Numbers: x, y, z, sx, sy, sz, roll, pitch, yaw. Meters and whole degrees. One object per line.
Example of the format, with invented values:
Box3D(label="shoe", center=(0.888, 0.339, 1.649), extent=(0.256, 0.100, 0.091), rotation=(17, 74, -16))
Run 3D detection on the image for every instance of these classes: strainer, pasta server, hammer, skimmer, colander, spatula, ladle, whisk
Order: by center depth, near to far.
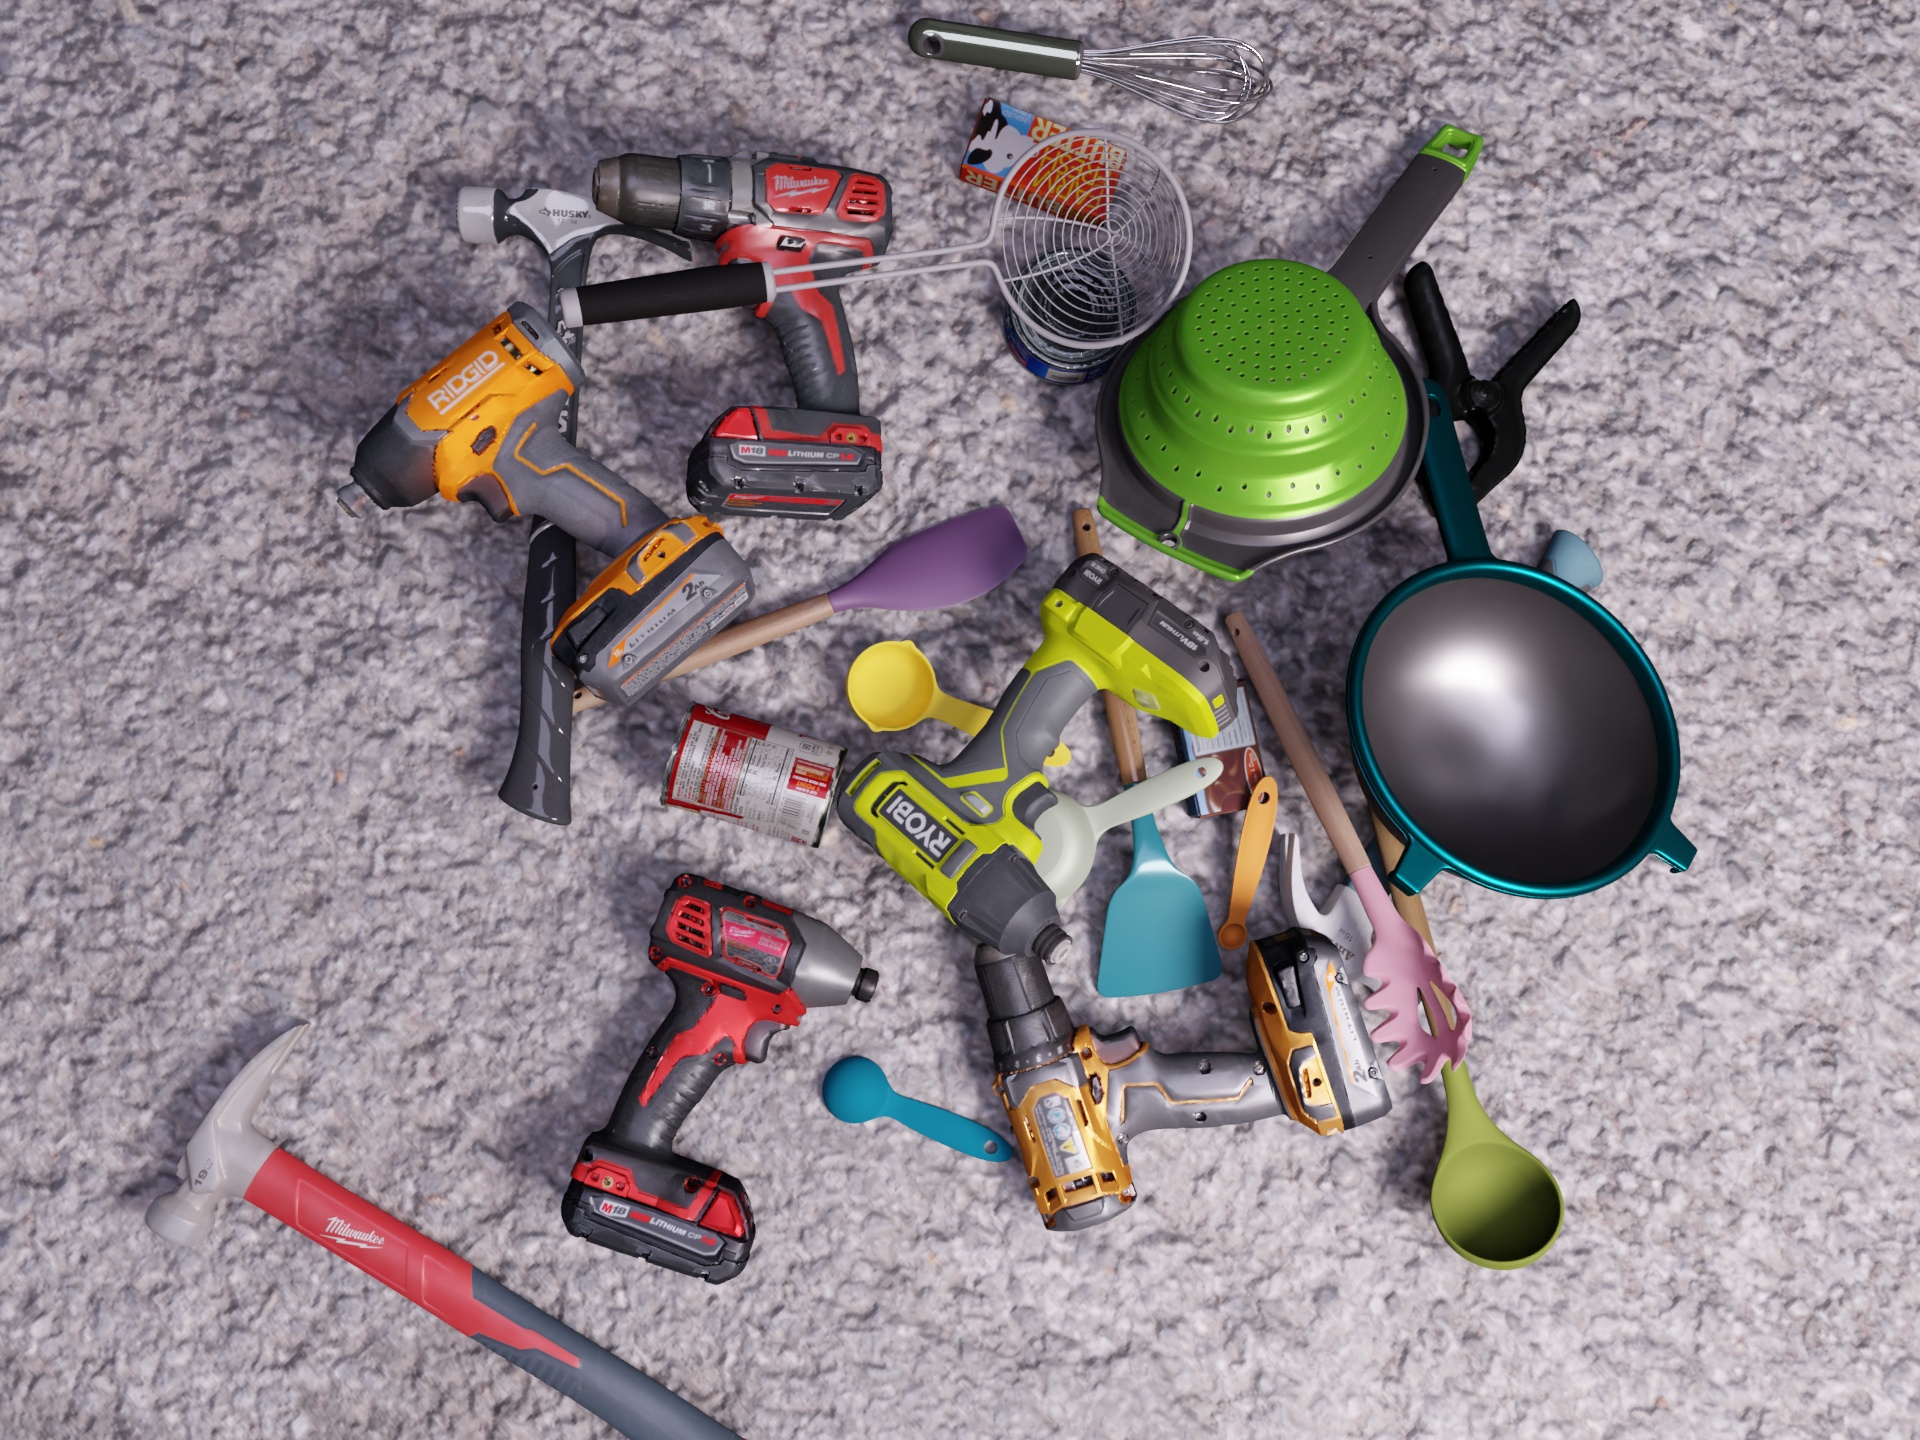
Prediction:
Box3D(label="skimmer", center=(-0.049, -0.264, 0.929), extent=(0.363, 0.090, 0.127), rotation=(-11, 110, -12))
Box3D(label="hammer", center=(-0.288, 0.339, 0.965), extent=(0.386, 0.038, 0.143), rotation=(32, 82, -1))
Box3D(label="ladle", center=(0.296, 0.177, 0.981), extent=(0.078, 0.062, 0.320), rotation=(-15, 86, 3))
Box3D(label="pasta server", center=(0.232, 0.069, 0.986), extent=(0.060, 0.040, 0.316), rotation=(-36, 67, 34))
Box3D(label="colander", center=(0.229, -0.269, 0.986), extent=(0.205, 0.094, 0.397), rotation=(30, 68, 19))
Box3D(label="strainer", center=(0.308, -0.045, 0.989), extent=(0.211, 0.095, 0.341), rotation=(-3, 69, -13))
Box3D(label="hammer", center=(-0.251, -0.138, 1.003), extent=(0.149, 0.036, 0.409), rotation=(2, 82, -5))
Box3D(label="spatula", center=(-0.107, -0.064, 1.021), extent=(0.316, 0.018, 0.060), rotation=(-21, 69, -5))
Box3D(label="spatula", center=(0.105, 0.017, 1.030), extent=(0.082, 0.044, 0.317), rotation=(-9, 81, -4))
Box3D(label="hammer", center=(0.322, 0.021, 1.039), extent=(0.128, 0.033, 0.331), rotation=(34, 83, -2))
Box3D(label="whisk", center=(0.087, -0.440, 1.061), extent=(0.246, 0.057, 0.059), rotation=(8, 50, 0))

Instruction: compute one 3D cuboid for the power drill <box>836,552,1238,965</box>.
Box3D(label="power drill", center=(0.056, 0.025, 0.952), extent=(0.171, 0.080, 0.223), rotation=(39, 83, 29))

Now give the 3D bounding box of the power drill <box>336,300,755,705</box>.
Box3D(label="power drill", center=(-0.249, -0.118, 0.944), extent=(0.164, 0.084, 0.226), rotation=(-41, 84, -10))

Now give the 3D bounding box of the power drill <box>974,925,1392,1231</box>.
Box3D(label="power drill", center=(0.127, 0.193, 0.977), extent=(0.226, 0.084, 0.185), rotation=(-19, 88, 5))

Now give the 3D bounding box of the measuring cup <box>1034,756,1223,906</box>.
Box3D(label="measuring cup", center=(0.083, 0.059, 0.988), extent=(0.167, 0.038, 0.083), rotation=(-25, 75, 14))

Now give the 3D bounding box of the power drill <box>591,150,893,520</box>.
Box3D(label="power drill", center=(-0.134, -0.246, 0.992), extent=(0.187, 0.080, 0.227), rotation=(1, 83, -19))

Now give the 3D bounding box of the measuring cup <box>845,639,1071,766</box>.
Box3D(label="measuring cup", center=(-0.002, -0.003, 1.027), extent=(0.156, 0.029, 0.062), rotation=(23, 85, -14))

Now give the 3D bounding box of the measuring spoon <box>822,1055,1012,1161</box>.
Box3D(label="measuring spoon", center=(-0.026, 0.250, 0.998), extent=(0.128, 0.021, 0.042), rotation=(23, 84, -1))

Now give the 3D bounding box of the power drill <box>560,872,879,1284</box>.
Box3D(label="power drill", center=(-0.145, 0.216, 0.969), extent=(0.143, 0.078, 0.220), rotation=(19, 81, -3))

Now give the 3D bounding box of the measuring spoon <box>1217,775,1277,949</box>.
Box3D(label="measuring spoon", center=(0.183, 0.091, 1.018), extent=(0.021, 0.011, 0.117), rotation=(8, 101, -15))
